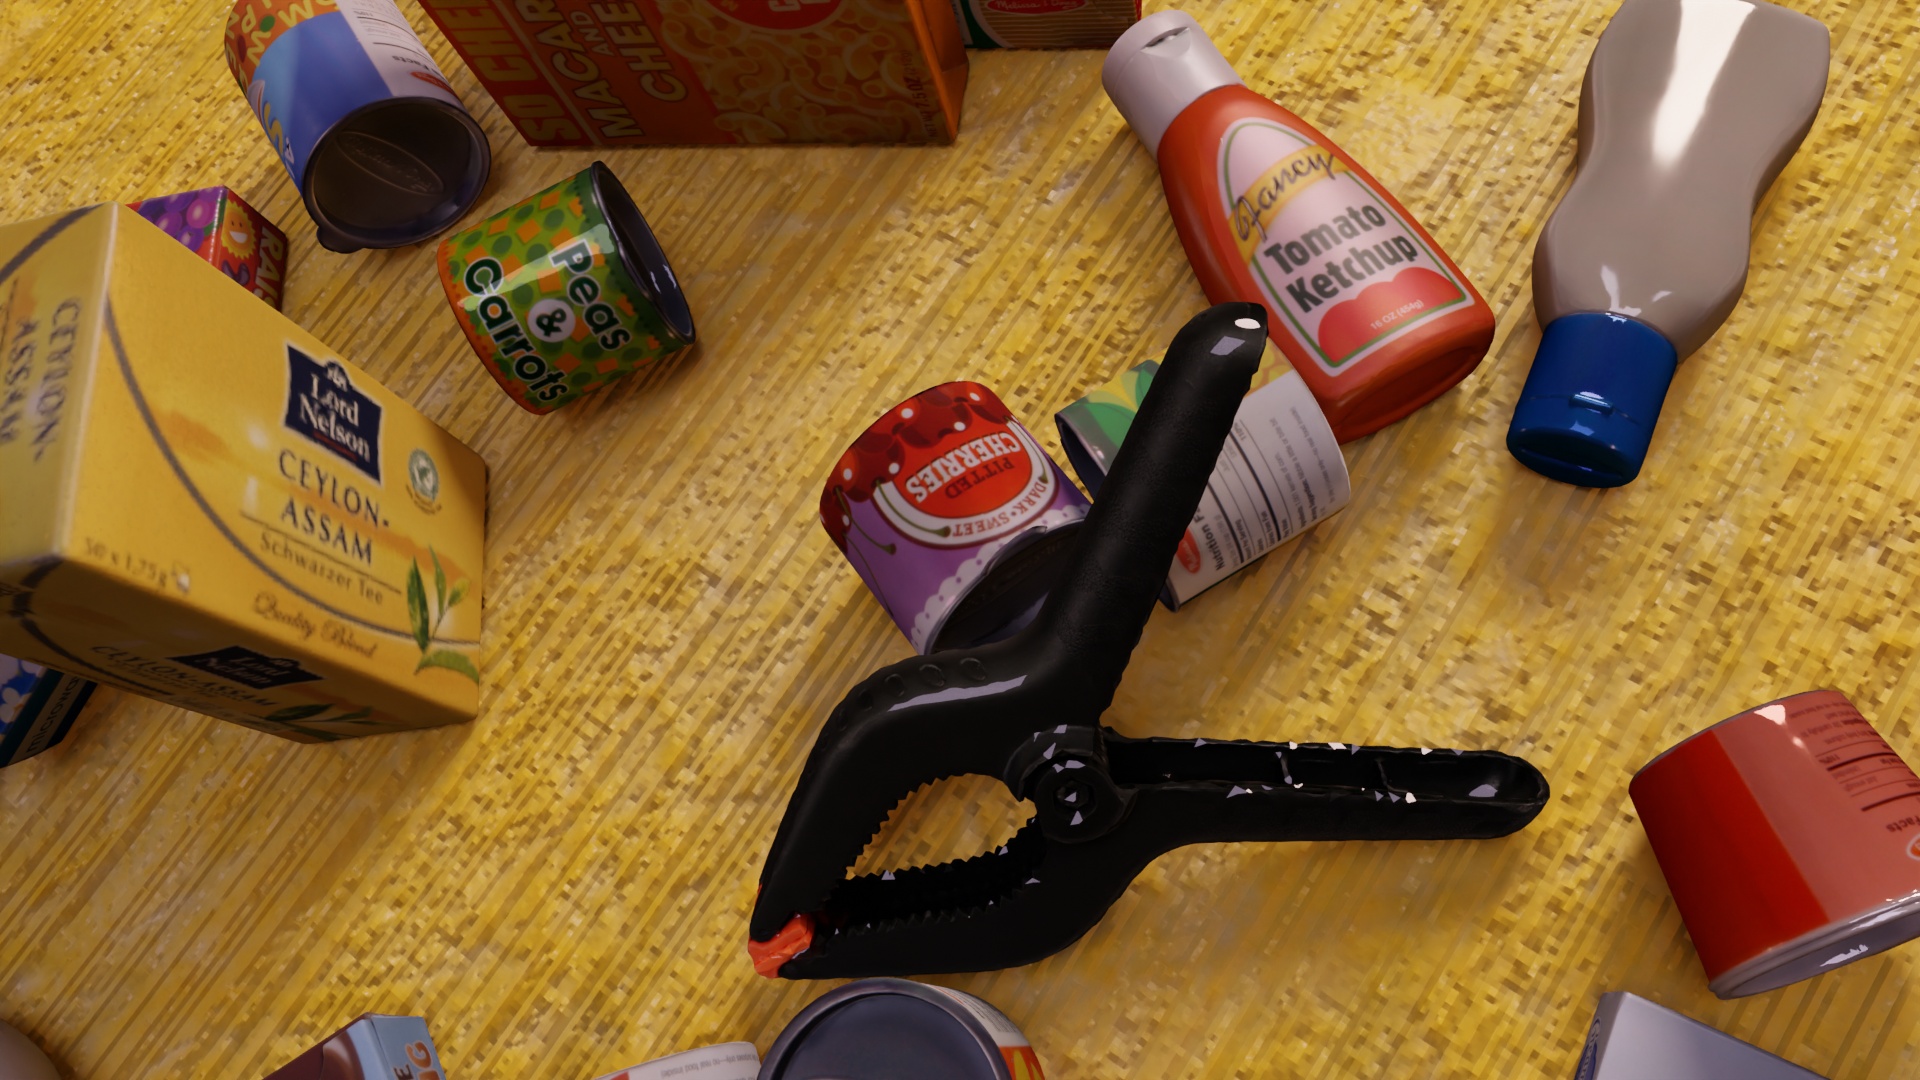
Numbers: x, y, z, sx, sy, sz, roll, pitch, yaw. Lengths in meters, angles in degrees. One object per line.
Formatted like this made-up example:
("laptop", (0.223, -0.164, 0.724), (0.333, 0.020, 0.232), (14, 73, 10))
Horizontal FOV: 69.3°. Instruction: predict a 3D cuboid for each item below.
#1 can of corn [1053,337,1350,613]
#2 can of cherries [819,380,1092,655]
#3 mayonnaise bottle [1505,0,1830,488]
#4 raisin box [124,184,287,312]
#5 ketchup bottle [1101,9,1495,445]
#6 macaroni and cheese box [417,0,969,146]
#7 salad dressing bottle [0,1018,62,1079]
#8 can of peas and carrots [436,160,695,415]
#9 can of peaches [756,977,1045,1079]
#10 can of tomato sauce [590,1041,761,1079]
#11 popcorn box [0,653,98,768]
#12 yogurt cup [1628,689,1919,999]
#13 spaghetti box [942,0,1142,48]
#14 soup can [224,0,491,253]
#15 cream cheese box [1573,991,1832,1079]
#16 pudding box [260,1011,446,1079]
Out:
("can of corn", (0.067, -0.024, 0.396), (0.058, 0.071, 0.071), (-31, 67, 0))
("can of cherries", (0.001, -0.005, 0.400), (0.071, 0.071, 0.058), (-37, 67, -2))
("mayonnaise bottle", (0.199, -0.088, 0.403), (0.065, 0.041, 0.148), (20, 77, 20))
("raisin box", (-0.299, -0.062, 0.505), (0.086, 0.040, 0.124), (-9, 68, 10))
("ketchup bottle", (0.095, -0.101, 0.429), (0.065, 0.043, 0.149), (-27, 66, -7))
("macaroni and cheese box", (-0.092, -0.183, 0.457), (0.166, 0.123, 0.040), (4, 69, 14))
("salad dressing bottle", (-0.280, 0.185, 0.407), (0.148, 0.044, 0.064), (19, 77, 18))
("can of peas and carrots", (-0.129, -0.081, 0.458), (0.059, 0.070, 0.071), (-26, 67, 3))
("can of peaches", (-0.014, 0.149, 0.354), (0.071, 0.058, 0.071), (-4, 70, 11))
("can of tomato sauce", (-0.075, 0.180, 0.352), (0.071, 0.071, 0.083), (-22, 67, 4))
("popcorn box", (-0.309, 0.002, 0.450), (0.085, 0.038, 0.126), (39, 103, 1))
("yogurt cup", (0.200, 0.072, 0.333), (0.072, 0.072, 0.054), (-22, 59, 4))
("spaghetti box", (-0.061, -0.201, 0.497), (0.250, 0.050, 0.029), (4, 70, 14))
("soup can", (-0.223, -0.157, 0.509), (0.071, 0.071, 0.084), (-36, 66, -2))
("cream cheese box", (0.197, 0.152, 0.324), (0.104, 0.024, 0.053), (21, 75, 19))
("pudding box", (-0.165, 0.182, 0.390), (0.049, 0.030, 0.084), (-34, 67, 0))
